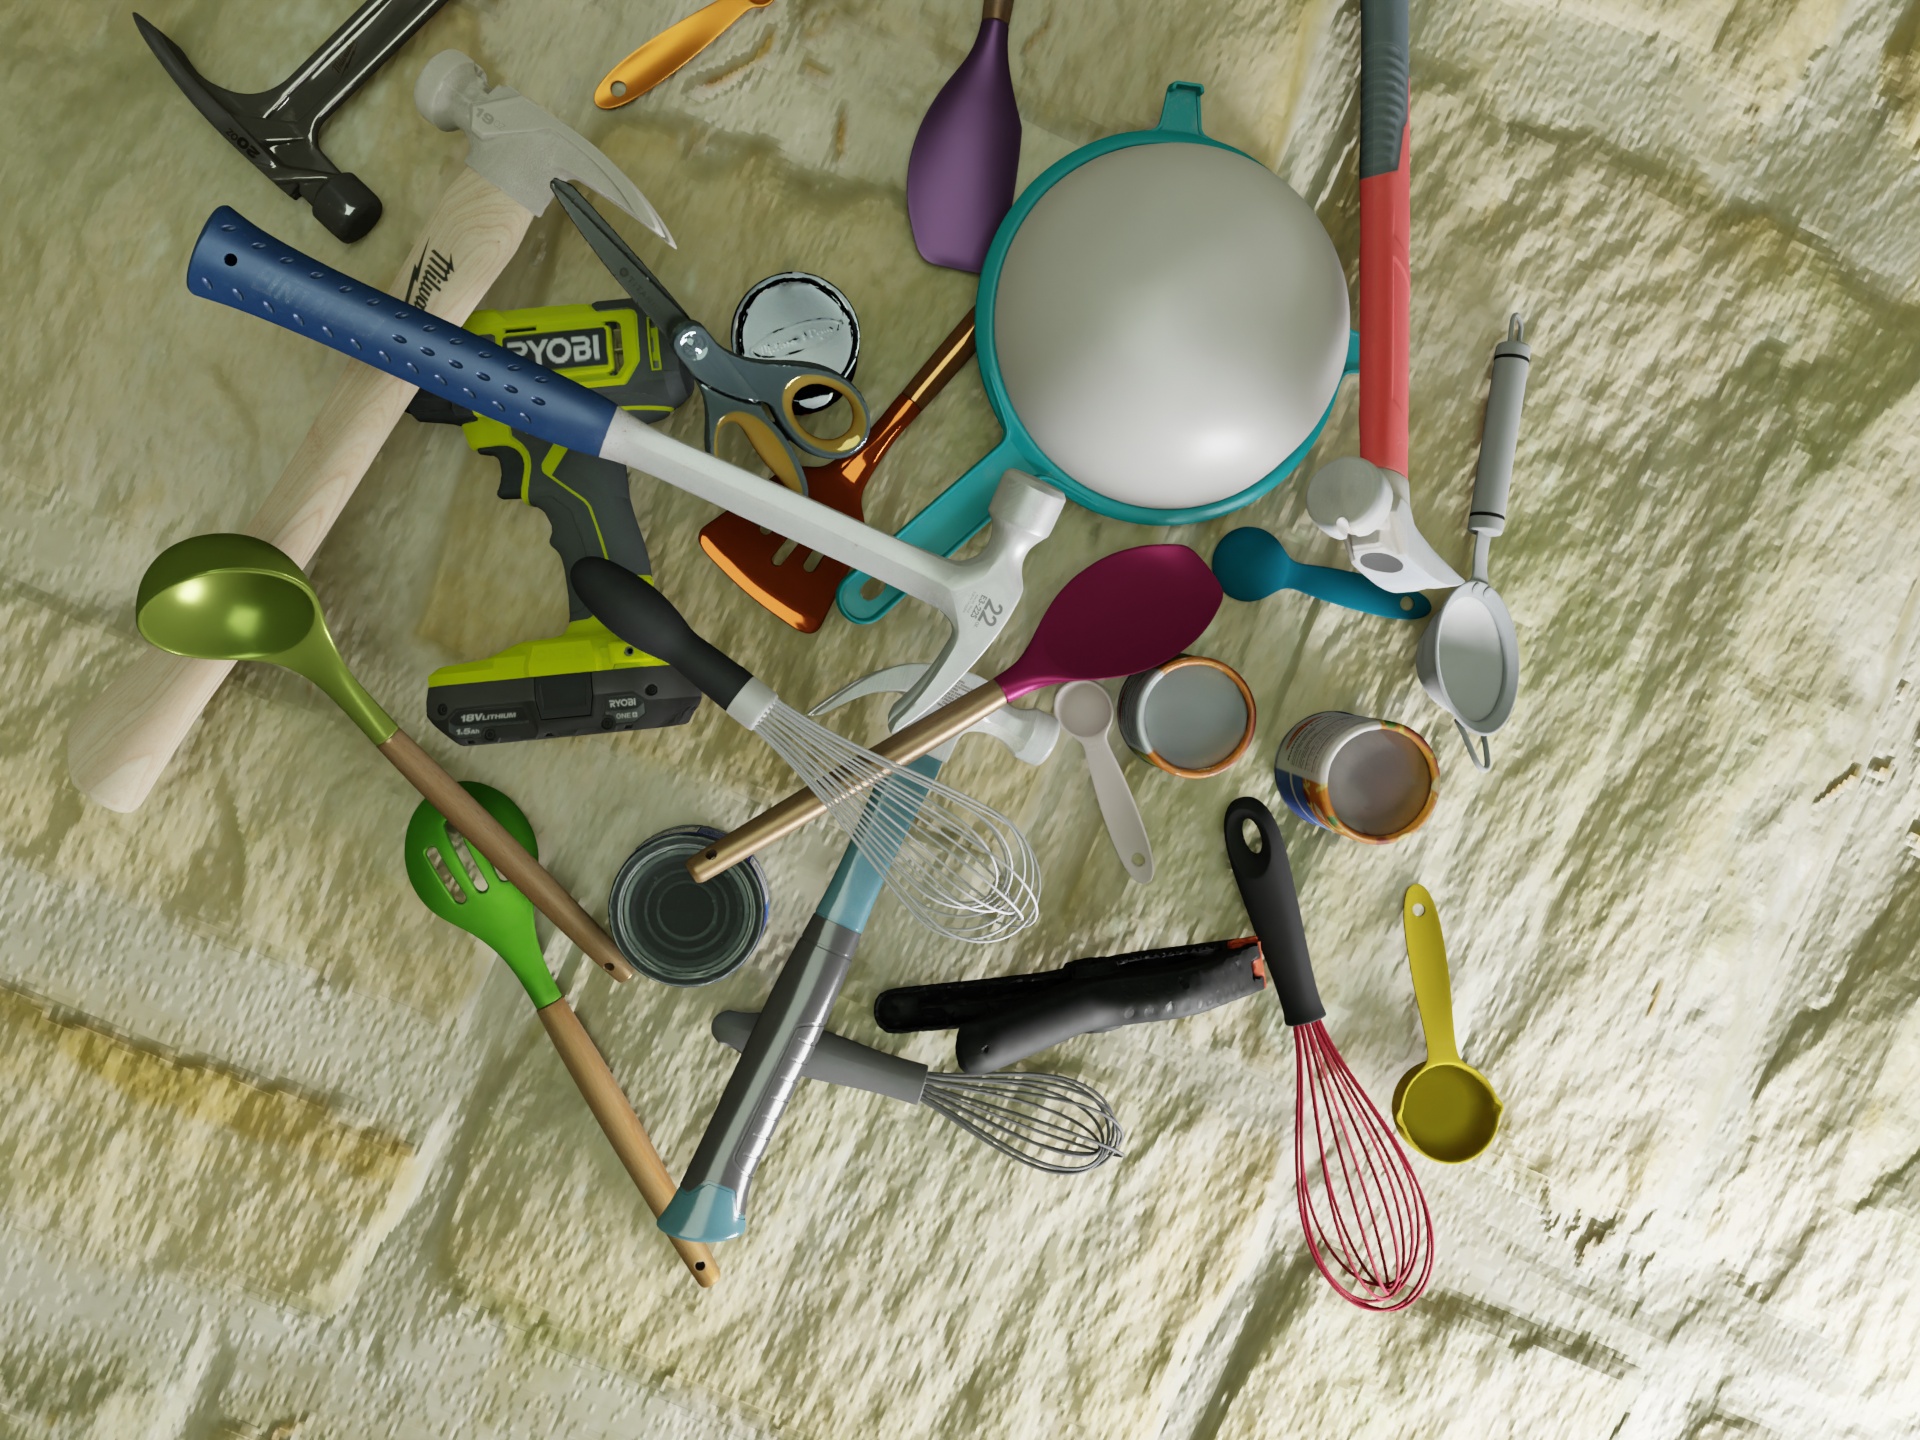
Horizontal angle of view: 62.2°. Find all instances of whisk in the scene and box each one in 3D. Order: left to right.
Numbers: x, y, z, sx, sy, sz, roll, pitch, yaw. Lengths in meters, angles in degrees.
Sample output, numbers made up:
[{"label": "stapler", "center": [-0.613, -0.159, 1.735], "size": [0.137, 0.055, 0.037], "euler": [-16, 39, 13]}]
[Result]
[{"label": "whisk", "center": [-0.077, 0.012, 0.779], "size": [0.284, 0.070, 0.070], "euler": [38, 90, -1]}, {"label": "whisk", "center": [-0.023, 0.201, 0.875], "size": [0.239, 0.055, 0.055], "euler": [17, 92, -1]}, {"label": "whisk", "center": [0.198, 0.185, 0.885], "size": [0.073, 0.073, 0.296], "euler": [-16, 88, -3]}]

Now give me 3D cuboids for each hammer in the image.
[{"label": "hammer", "center": [-0.308, -0.122, 0.791], "size": [0.146, 0.038, 0.410], "euler": [36, 95, 8]}, {"label": "hammer", "center": [-0.251, -0.426, 0.829], "size": [0.359, 0.037, 0.149], "euler": [-45, 95, 0]}, {"label": "hammer", "center": [-0.160, -0.127, 0.756], "size": [0.405, 0.035, 0.144], "euler": [23, 102, -12]}, {"label": "hammer", "center": [-0.069, 0.121, 0.843], "size": [0.128, 0.033, 0.331], "euler": [27, 83, -14]}, {"label": "hammer", "center": [0.227, -0.261, 0.832], "size": [0.038, 0.143, 0.386], "euler": [-5, 75, 34]}]

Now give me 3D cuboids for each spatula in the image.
[{"label": "spatula", "center": [-0.009, -0.190, 0.856], "size": [0.081, 0.041, 0.322], "euler": [41, 89, -9]}, {"label": "spatula", "center": [0.021, -0.402, 0.857], "size": [0.059, 0.018, 0.316], "euler": [10, 93, -9]}]

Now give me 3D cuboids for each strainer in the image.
[{"label": "strainer", "center": [0.072, -0.166, 0.816], "size": [0.340, 0.095, 0.211], "euler": [-42, 101, -7]}, {"label": "strainer", "center": [0.289, -0.100, 0.882], "size": [0.086, 0.050, 0.258], "euler": [13, 85, -41]}]

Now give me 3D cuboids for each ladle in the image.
[{"label": "ladle", "center": [-0.272, 0.033, 0.794], "size": [0.078, 0.062, 0.320], "euler": [-28, 118, 20]}]

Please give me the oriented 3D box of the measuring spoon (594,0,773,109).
[{"label": "measuring spoon", "center": [-0.148, -0.364, 0.854], "size": [0.117, 0.011, 0.021], "euler": [-34, 95, 2]}]

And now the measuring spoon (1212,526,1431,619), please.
[{"label": "measuring spoon", "center": [0.204, -0.077, 0.885], "size": [0.128, 0.021, 0.042], "euler": [13, 92, -5]}]

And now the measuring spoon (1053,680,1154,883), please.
[{"label": "measuring spoon", "center": [0.085, 0.033, 0.889], "size": [0.034, 0.018, 0.124], "euler": [-15, 102, 26]}]

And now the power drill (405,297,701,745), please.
[{"label": "power drill", "center": [-0.221, -0.102, 0.831], "size": [0.171, 0.080, 0.223], "euler": [-5, 90, 1]}]

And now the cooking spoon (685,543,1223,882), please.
[{"label": "cooking spoon", "center": [-0.001, -0.003, 0.830], "size": [0.319, 0.017, 0.069], "euler": [-30, 71, -11]}]

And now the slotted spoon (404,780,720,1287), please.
[{"label": "slotted spoon", "center": [-0.210, 0.176, 0.871], "size": [0.070, 0.031, 0.313], "euler": [-29, 96, -7]}]

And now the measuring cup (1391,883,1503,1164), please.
[{"label": "measuring cup", "center": [0.268, 0.172, 0.908], "size": [0.062, 0.029, 0.156], "euler": [-5, 82, -4]}]
